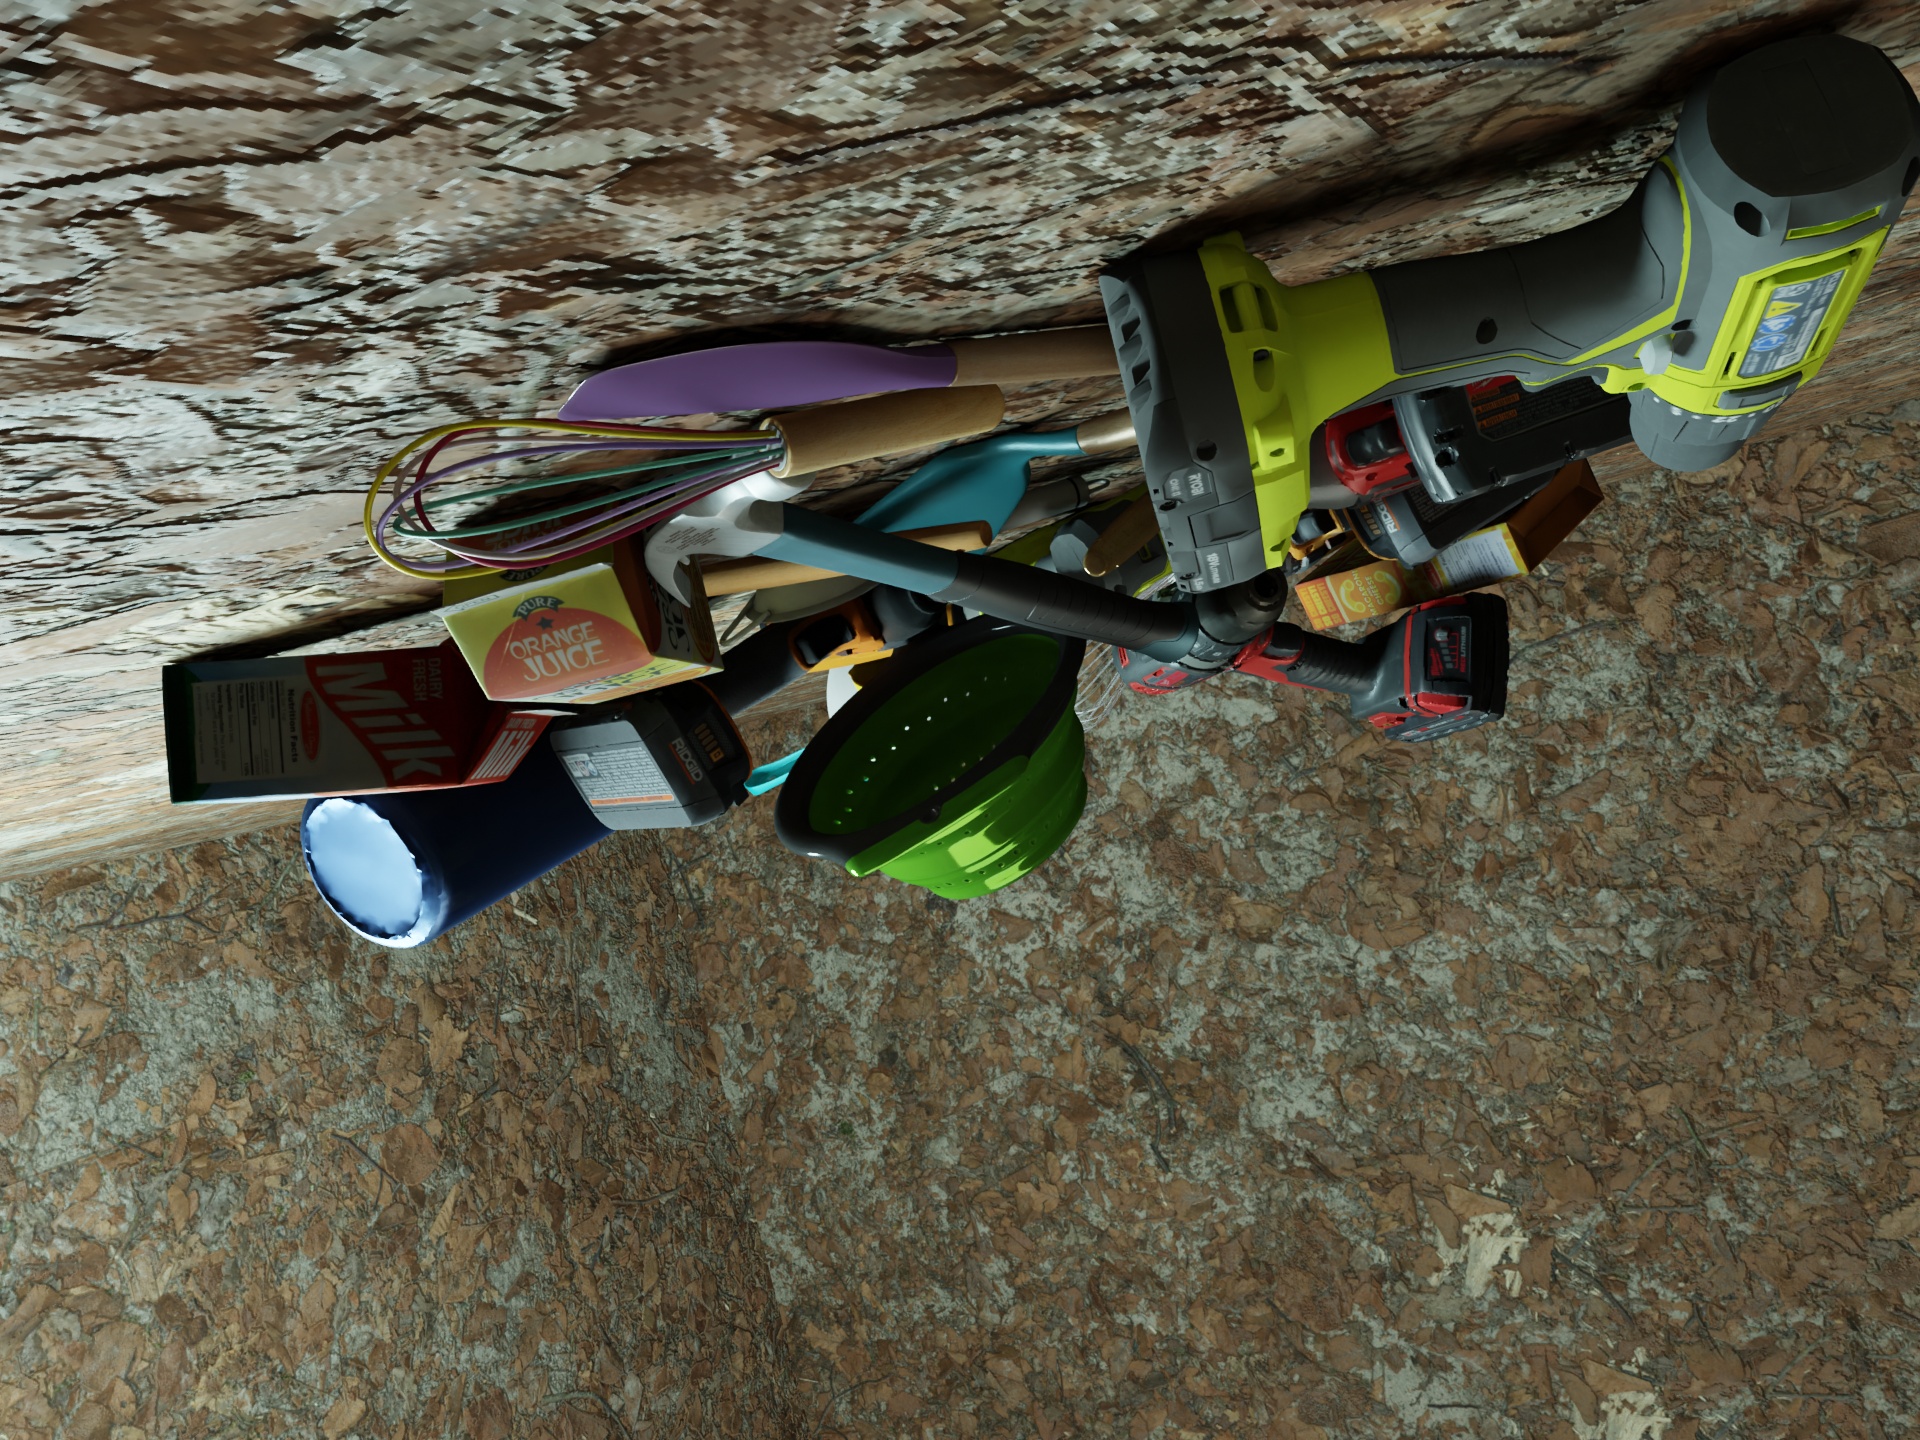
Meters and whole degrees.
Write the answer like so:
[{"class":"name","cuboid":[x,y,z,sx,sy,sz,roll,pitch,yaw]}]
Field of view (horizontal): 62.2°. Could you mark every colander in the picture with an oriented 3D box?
[{"class":"colander","cuboid":[-0.002,-0.003,0.965,0.204,0.094,0.397,-32,-156,11]}]

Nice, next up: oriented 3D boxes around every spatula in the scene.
[{"class":"spatula","cuboid":[0.017,-0.126,0.550,0.316,0.018,0.060,-13,177,-32]},{"class":"spatula","cuboid":[-0.128,-0.064,0.821,0.322,0.041,0.081,-6,166,29]},{"class":"spatula","cuboid":[0.075,-0.118,0.694,0.082,0.044,0.317,12,167,-39]}]

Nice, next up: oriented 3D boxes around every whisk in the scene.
[{"class":"whisk","cuboid":[0.149,-0.091,1.206,0.284,0.070,0.070,-44,-170,-19]},{"class":"whisk","cuboid":[-0.081,-0.092,0.540,0.245,0.047,0.051,-19,-166,-35]}]

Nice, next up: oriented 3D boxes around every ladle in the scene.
[{"class":"ladle","cuboid":[0.104,-0.110,0.776,0.069,0.031,0.315,-34,-176,26]}]

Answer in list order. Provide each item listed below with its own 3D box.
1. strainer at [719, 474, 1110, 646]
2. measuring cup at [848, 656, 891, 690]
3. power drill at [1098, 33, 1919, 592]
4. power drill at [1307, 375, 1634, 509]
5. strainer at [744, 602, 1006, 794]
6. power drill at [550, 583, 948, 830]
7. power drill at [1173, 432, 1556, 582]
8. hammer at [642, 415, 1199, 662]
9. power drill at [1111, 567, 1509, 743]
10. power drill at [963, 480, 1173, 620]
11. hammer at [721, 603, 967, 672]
[{"class":"strainer","cuboid":[-0.023,-0.104,0.899,0.258,0.050,0.087,-21,-158,-24]},{"class":"measuring cup","cuboid":[-0.045,-0.061,1.201,0.062,0.029,0.157,-13,-147,15]},{"class":"power drill","cuboid":[0.173,-0.115,0.526,0.228,0.080,0.190,-14,160,10]},{"class":"power drill","cuboid":[0.235,-0.149,0.797,0.143,0.078,0.220,-19,-176,-6]},{"class":"strainer","cuboid":[-0.084,-0.026,1.314,0.340,0.095,0.211,-26,-147,34]},{"class":"power drill","cuboid":[-0.108,-0.030,0.924,0.164,0.084,0.226,-7,-153,50]},{"class":"power drill","cuboid":[0.248,-0.135,1.028,0.185,0.084,0.226,-31,-174,-14]},{"class":"hammer","cuboid":[0.000,-0.066,0.731,0.330,0.033,0.128,10,160,-44]},{"class":"power drill","cuboid":[0.223,-0.048,0.982,0.226,0.080,0.188,8,168,-12]},{"class":"power drill","cuboid":[0.105,-0.111,1.023,0.171,0.080,0.223,-30,-177,-24]},{"class":"hammer","cuboid":[-0.159,-0.041,1.141,0.337,0.034,0.127,-10,174,11]}]
